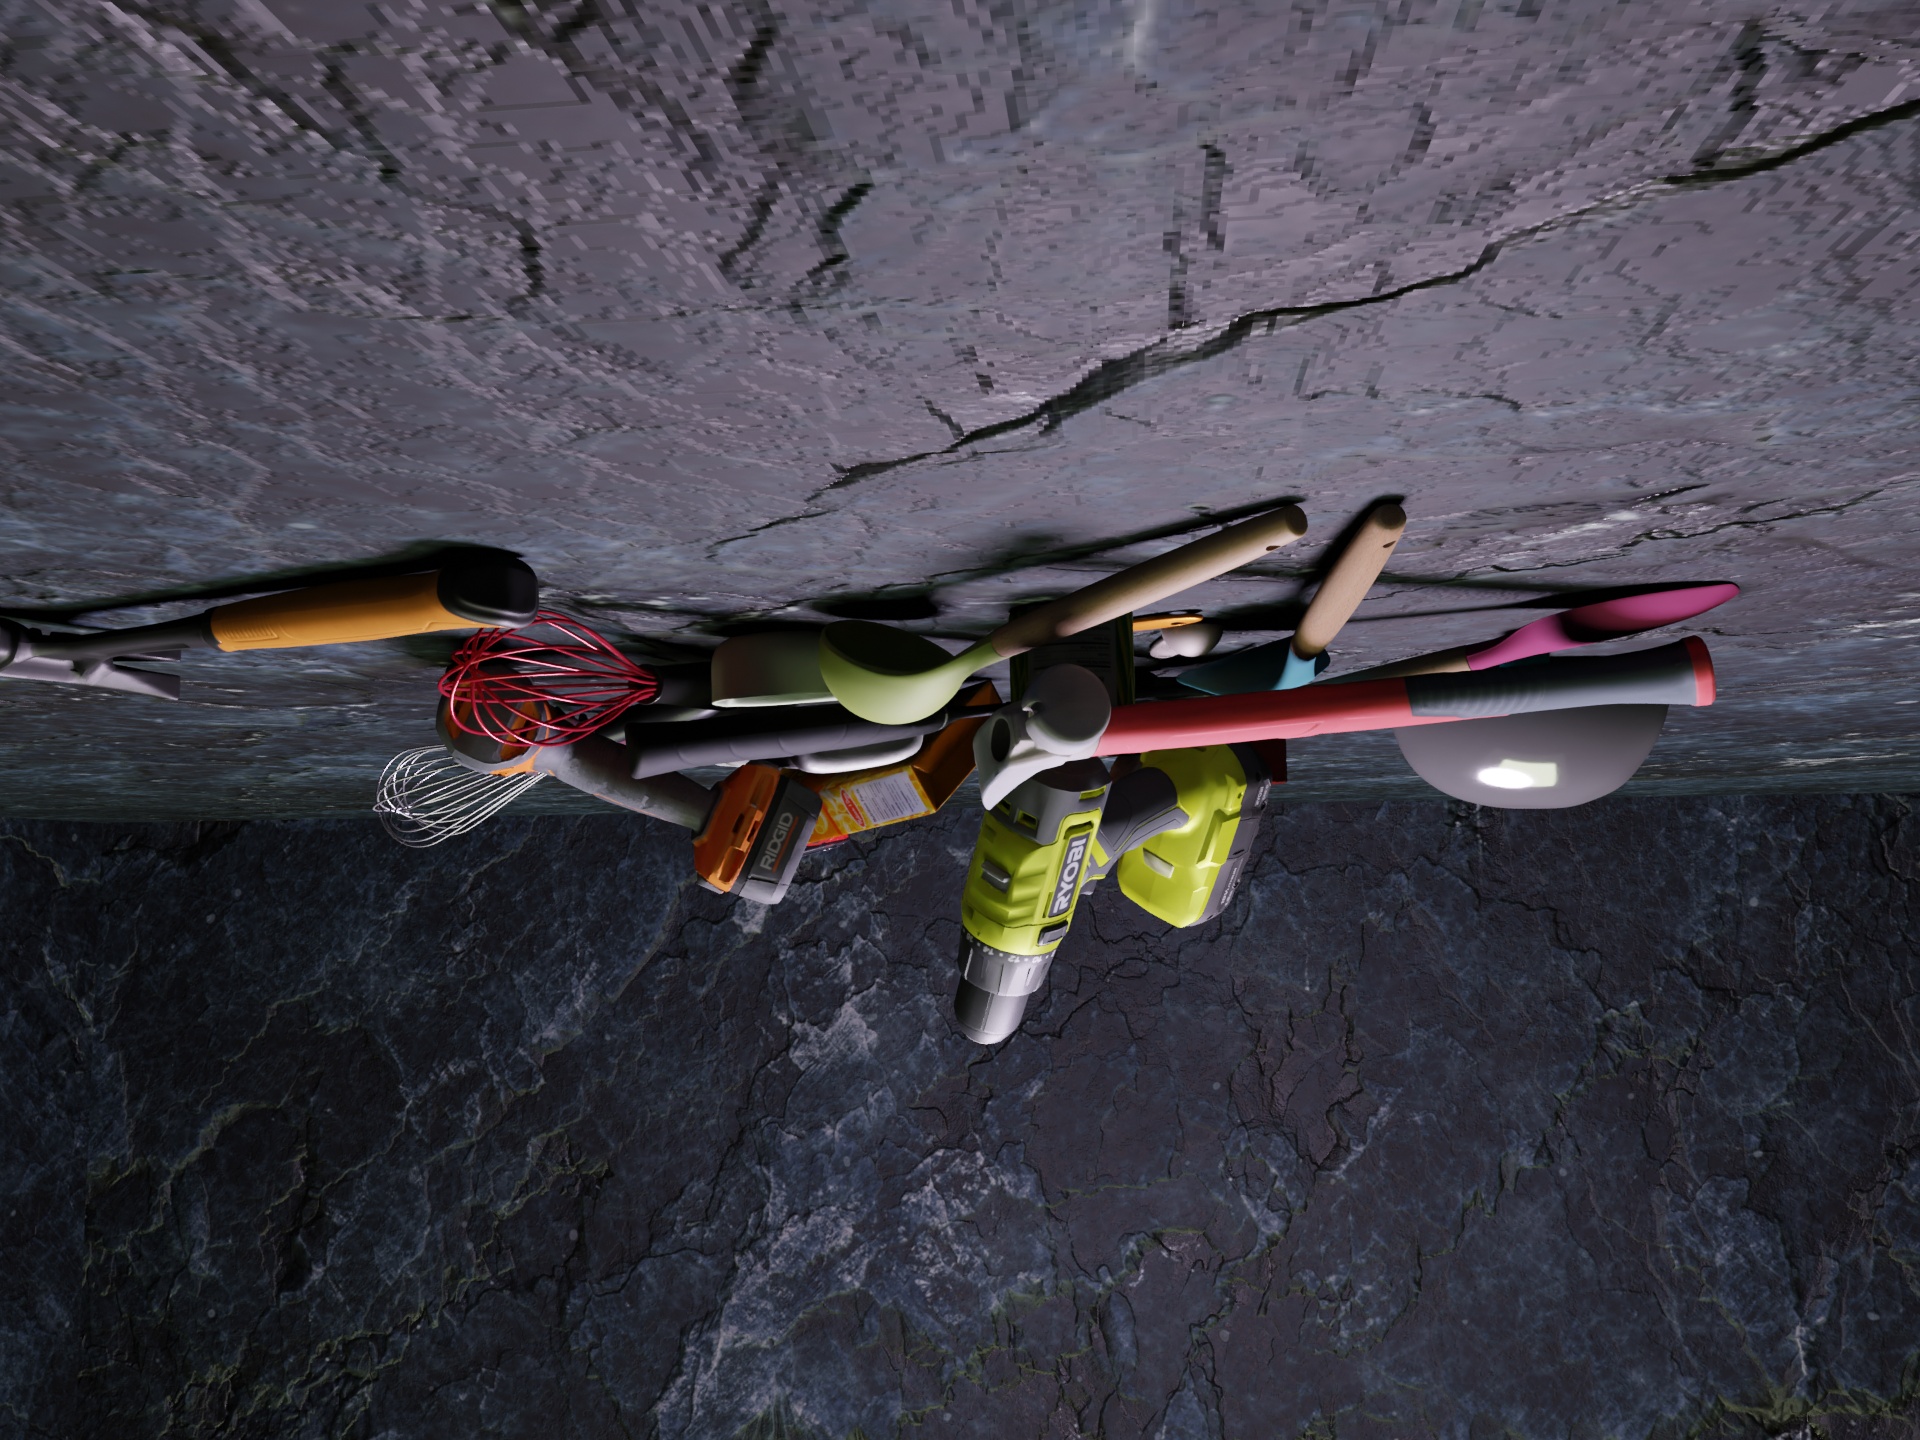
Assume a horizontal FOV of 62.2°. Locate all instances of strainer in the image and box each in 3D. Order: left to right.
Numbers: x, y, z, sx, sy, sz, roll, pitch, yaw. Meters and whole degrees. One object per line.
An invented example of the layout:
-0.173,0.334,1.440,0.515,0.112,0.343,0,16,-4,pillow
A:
0.381,0.011,1.069,0.211,0.095,0.340,-3,175,19,strainer

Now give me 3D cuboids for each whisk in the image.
-0.280,0.019,1.088,0.284,0.070,0.070,-19,170,13,whisk
-0.185,-0.021,0.887,0.073,0.073,0.295,-3,179,20,whisk

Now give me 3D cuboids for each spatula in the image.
0.162,-0.052,0.752,0.082,0.044,0.317,-18,168,-2,spatula

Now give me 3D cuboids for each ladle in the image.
0.034,-0.054,0.726,0.078,0.062,0.320,4,166,-35,ladle

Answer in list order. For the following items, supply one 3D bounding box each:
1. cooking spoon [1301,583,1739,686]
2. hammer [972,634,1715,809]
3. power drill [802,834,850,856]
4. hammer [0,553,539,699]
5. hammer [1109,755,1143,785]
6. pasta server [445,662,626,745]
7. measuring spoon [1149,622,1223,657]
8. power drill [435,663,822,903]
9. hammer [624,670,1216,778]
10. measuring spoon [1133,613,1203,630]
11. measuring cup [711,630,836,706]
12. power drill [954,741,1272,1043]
0.252,-0.027,0.867,0.319,0.017,0.068,-15,167,31,cooking spoon
0.199,-0.004,0.794,0.386,0.038,0.143,-5,166,-15,hammer
-0.091,0.054,1.376,0.188,0.080,0.226,-12,170,-37,power drill
-0.330,-0.044,0.758,0.337,0.034,0.127,-4,173,28,hammer
0.140,0.033,1.247,0.130,0.031,0.331,-4,-173,10,hammer
-0.297,-0.010,1.146,0.060,0.040,0.316,-1,170,7,pasta server
0.126,-0.040,0.920,0.034,0.018,0.124,-1,175,-2,measuring spoon
-0.210,0.035,0.993,0.226,0.084,0.164,25,172,-12,power drill
-0.001,-0.003,0.921,0.408,0.036,0.149,-7,178,-34,hammer
0.086,-0.047,0.877,0.021,0.011,0.117,5,172,-44,measuring spoon
-0.078,-0.030,0.927,0.083,0.038,0.167,-6,178,33,measuring cup
0.087,0.093,0.989,0.080,0.190,0.228,30,-153,35,power drill
